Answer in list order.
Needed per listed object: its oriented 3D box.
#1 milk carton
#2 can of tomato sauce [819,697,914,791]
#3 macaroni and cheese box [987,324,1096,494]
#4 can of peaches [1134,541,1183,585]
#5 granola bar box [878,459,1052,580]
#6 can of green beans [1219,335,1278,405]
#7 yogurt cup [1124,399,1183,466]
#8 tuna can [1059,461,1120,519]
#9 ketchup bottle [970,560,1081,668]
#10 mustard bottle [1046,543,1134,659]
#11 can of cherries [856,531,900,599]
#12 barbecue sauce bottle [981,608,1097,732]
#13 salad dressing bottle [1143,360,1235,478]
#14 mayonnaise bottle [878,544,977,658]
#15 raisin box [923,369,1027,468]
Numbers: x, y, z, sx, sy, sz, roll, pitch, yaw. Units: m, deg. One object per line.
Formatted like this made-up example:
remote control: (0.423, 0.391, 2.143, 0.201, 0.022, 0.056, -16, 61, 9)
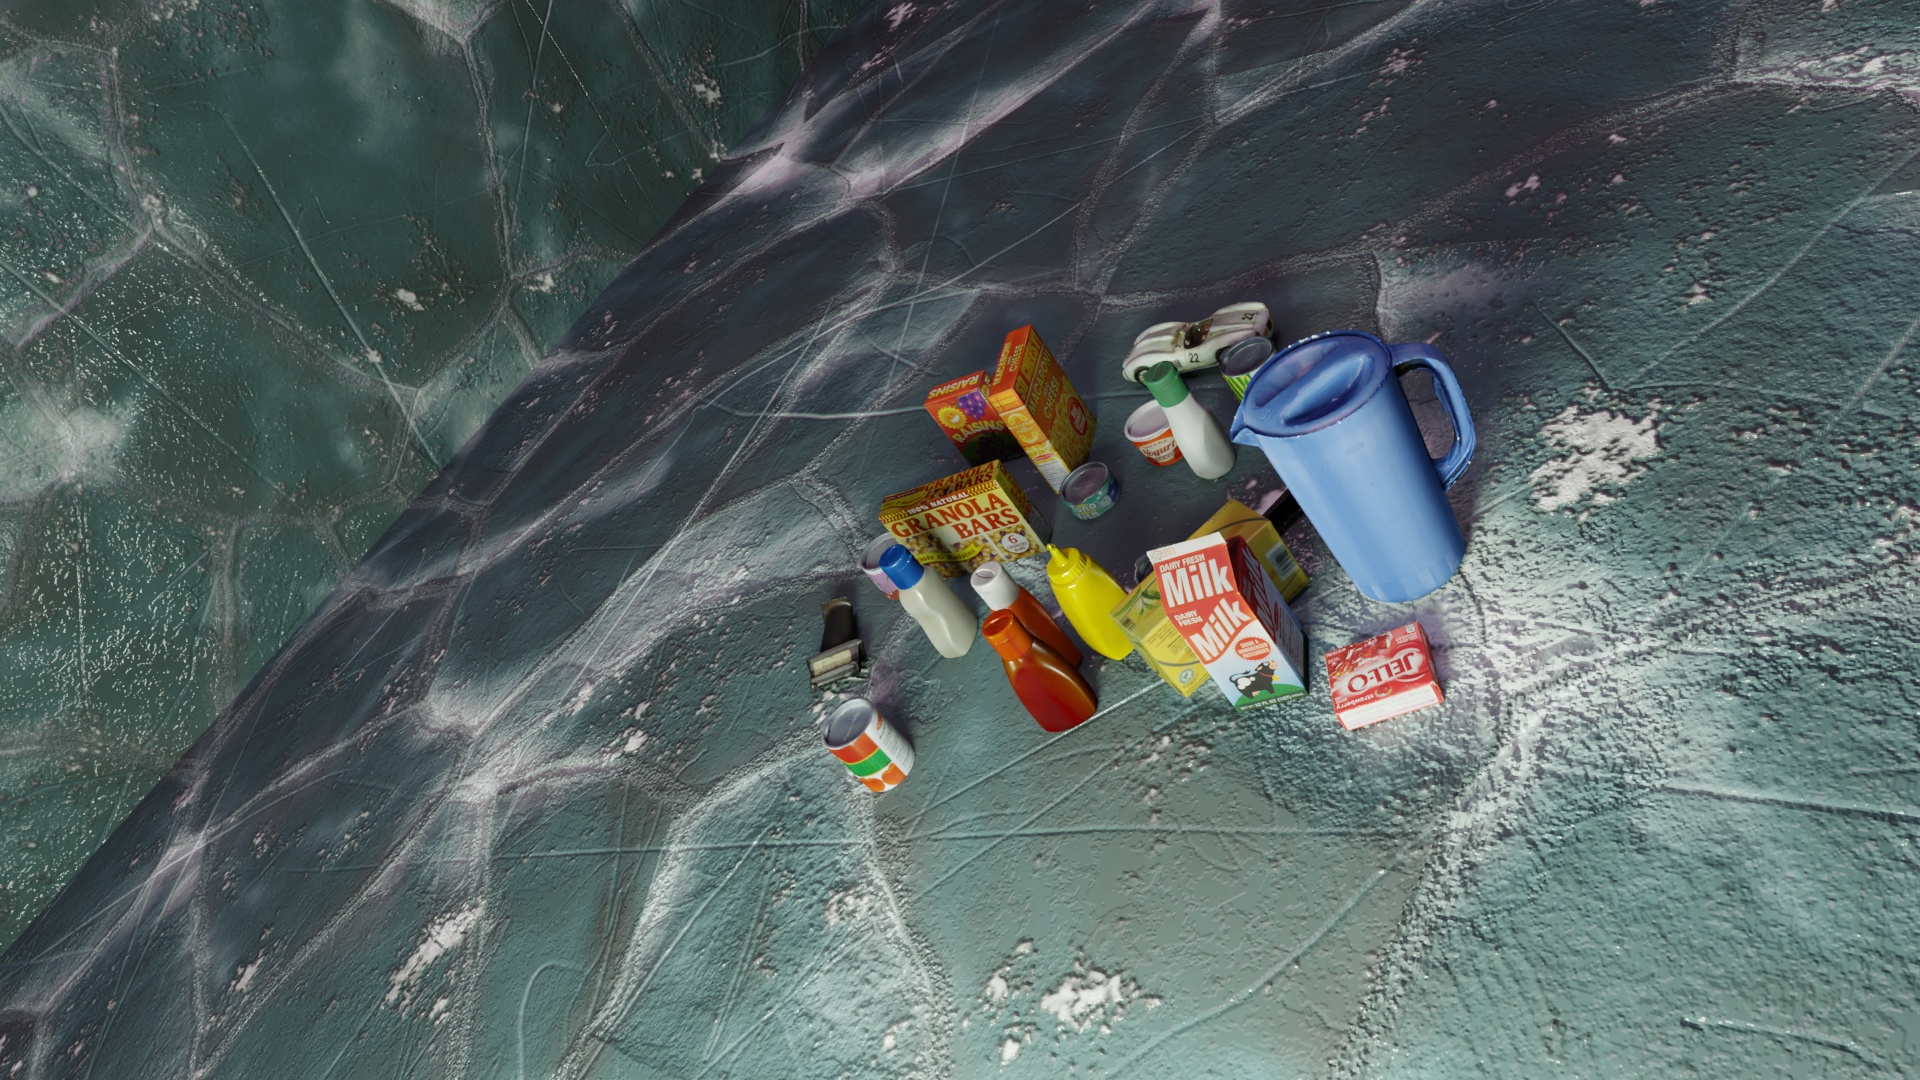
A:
milk carton: (0.240, 0.064, 1.240, 0.072, 0.190, 0.074, -18, 38, 29)
can of tomato sauce: (-0.099, 0.219, 1.479, 0.071, 0.083, 0.071, -26, 35, 20)
macaroni and cheese box: (0.099, -0.156, 1.669, 0.040, 0.166, 0.124, -16, 39, 31)
can of peaches: (0.218, 0.043, 1.409, 0.071, 0.058, 0.071, -26, 35, 20)
granola bar box: (0.006, -0.020, 1.632, 0.165, 0.124, 0.039, -17, 39, 30)
can of green beans: (0.337, -0.189, 1.579, 0.071, 0.057, 0.071, -26, 35, 20)
yogurt cup: (0.231, -0.123, 1.604, 0.072, 0.053, 0.073, -26, 35, 19)
tuna can: (0.151, -0.056, 1.620, 0.071, 0.032, 0.071, -25, 35, 19)
ketchup bottle: (0.064, 0.081, 1.428, 0.064, 0.148, 0.044, 8, 55, 49)
mustard bottle: (0.128, 0.052, 1.392, 0.065, 0.159, 0.049, -47, 33, -13)
can of cherries: (-0.084, 0.032, 1.716, 0.071, 0.058, 0.072, -26, 35, 20)
barbecue sauce bottle: (0.074, 0.127, 1.363, 0.065, 0.148, 0.044, -26, 35, 19)
salad dressing bottle: (0.249, -0.131, 1.511, 0.044, 0.147, 0.064, -10, 42, 37)
mayonnaise bottle: (-0.036, 0.064, 1.547, 0.041, 0.147, 0.065, -14, 40, 34)
raisin box: (0.023, -0.152, 1.777, 0.086, 0.123, 0.040, -15, 40, 33)
